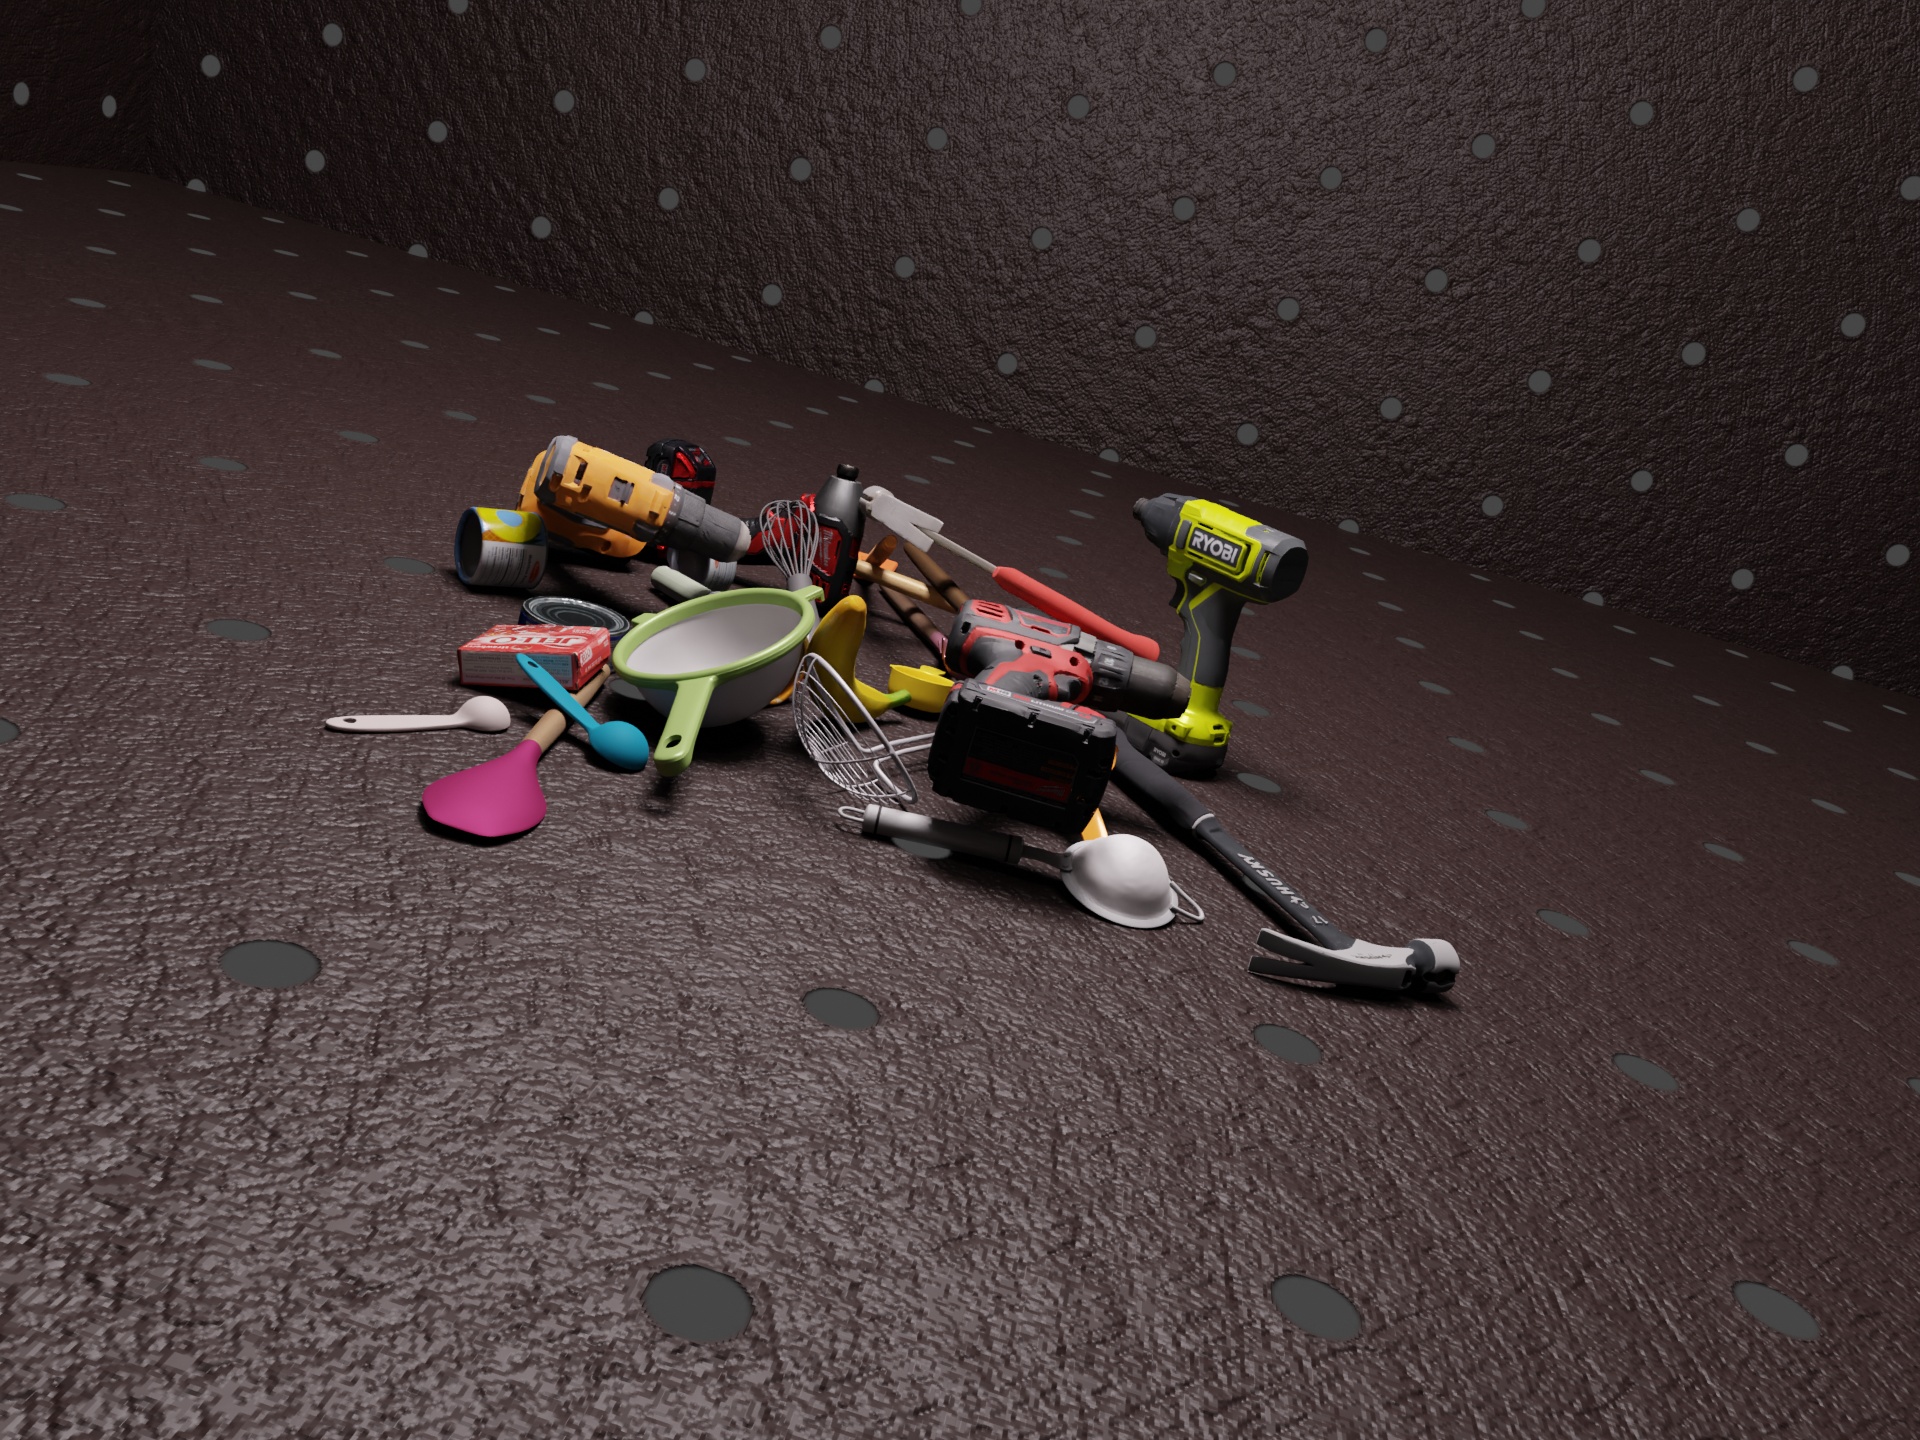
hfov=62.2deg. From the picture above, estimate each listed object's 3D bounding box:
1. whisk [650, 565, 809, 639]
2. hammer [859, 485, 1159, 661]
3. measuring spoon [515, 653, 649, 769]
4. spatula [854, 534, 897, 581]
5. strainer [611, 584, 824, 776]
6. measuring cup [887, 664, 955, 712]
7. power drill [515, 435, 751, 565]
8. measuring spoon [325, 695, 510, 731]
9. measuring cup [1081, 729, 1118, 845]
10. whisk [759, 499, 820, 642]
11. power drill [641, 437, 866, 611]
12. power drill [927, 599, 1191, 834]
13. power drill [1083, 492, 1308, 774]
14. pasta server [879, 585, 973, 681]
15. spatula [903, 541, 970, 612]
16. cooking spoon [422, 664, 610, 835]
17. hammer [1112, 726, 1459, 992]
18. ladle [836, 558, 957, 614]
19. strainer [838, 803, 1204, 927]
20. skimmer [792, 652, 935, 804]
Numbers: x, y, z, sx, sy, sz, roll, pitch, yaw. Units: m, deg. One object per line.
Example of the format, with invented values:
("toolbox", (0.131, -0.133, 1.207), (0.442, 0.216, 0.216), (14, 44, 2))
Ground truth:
("whisk", (-0.207, -0.092, 1.388), (0.247, 0.059, 0.057), (29, -14, 46))
("hammer", (0.068, -0.127, 1.556), (0.358, 0.036, 0.149), (26, 7, -34))
("measuring spoon", (-0.257, -0.013, 1.080), (0.129, 0.021, 0.042), (40, 17, 20))
("spatula", (-0.089, -0.173, 1.644), (0.081, 0.041, 0.322), (13, -3, -9))
("strainer", (-0.176, -0.012, 1.126), (0.151, 0.069, 0.257), (-9, 28, 6))
("measuring cup", (-0.031, -0.030, 1.394), (0.062, 0.029, 0.156), (17, 6, 2))
("power drill", (-0.297, -0.187, 1.420), (0.185, 0.084, 0.226), (21, -5, -23))
("measuring spoon", (-0.350, -0.005, 1.034), (0.124, 0.018, 0.034), (-3, 26, -44))
("measuring cup", (0.076, 0.061, 1.172), (0.095, 0.052, 0.174), (9, 40, -22))
("whisk", (-0.148, -0.123, 1.429), (0.055, 0.055, 0.239), (9, 41, -21))
("power drill", (-0.200, -0.201, 1.557), (0.220, 0.143, 0.078), (17, 12, 8))
("power drill", (0.073, -0.009, 1.132), (0.188, 0.080, 0.227), (16, 25, 0))
("power drill", (0.195, -0.080, 1.396), (0.080, 0.223, 0.171), (-2, 25, -46))
("pasta server", (-0.028, -0.095, 1.556), (0.060, 0.040, 0.316), (18, 14, -25))
("spatula", (0.008, -0.118, 1.503), (0.082, 0.044, 0.318), (14, 20, -29))
("cooking spoon", (-0.277, 0.011, 1.050), (0.068, 0.017, 0.319), (18, 17, -4))
("hammer", (0.188, 0.088, 1.195), (0.149, 0.036, 0.409), (6, 20, -27))
("ladle", (0.011, -0.107, 1.572), (0.315, 0.031, 0.069), (22, 5, 6))
("strainer", (0.044, 0.088, 1.067), (0.258, 0.050, 0.087), (12, 32, -1))
("skimmer", (-0.002, -0.004, 1.215), (0.127, 0.090, 0.363), (50, 28, 18))
